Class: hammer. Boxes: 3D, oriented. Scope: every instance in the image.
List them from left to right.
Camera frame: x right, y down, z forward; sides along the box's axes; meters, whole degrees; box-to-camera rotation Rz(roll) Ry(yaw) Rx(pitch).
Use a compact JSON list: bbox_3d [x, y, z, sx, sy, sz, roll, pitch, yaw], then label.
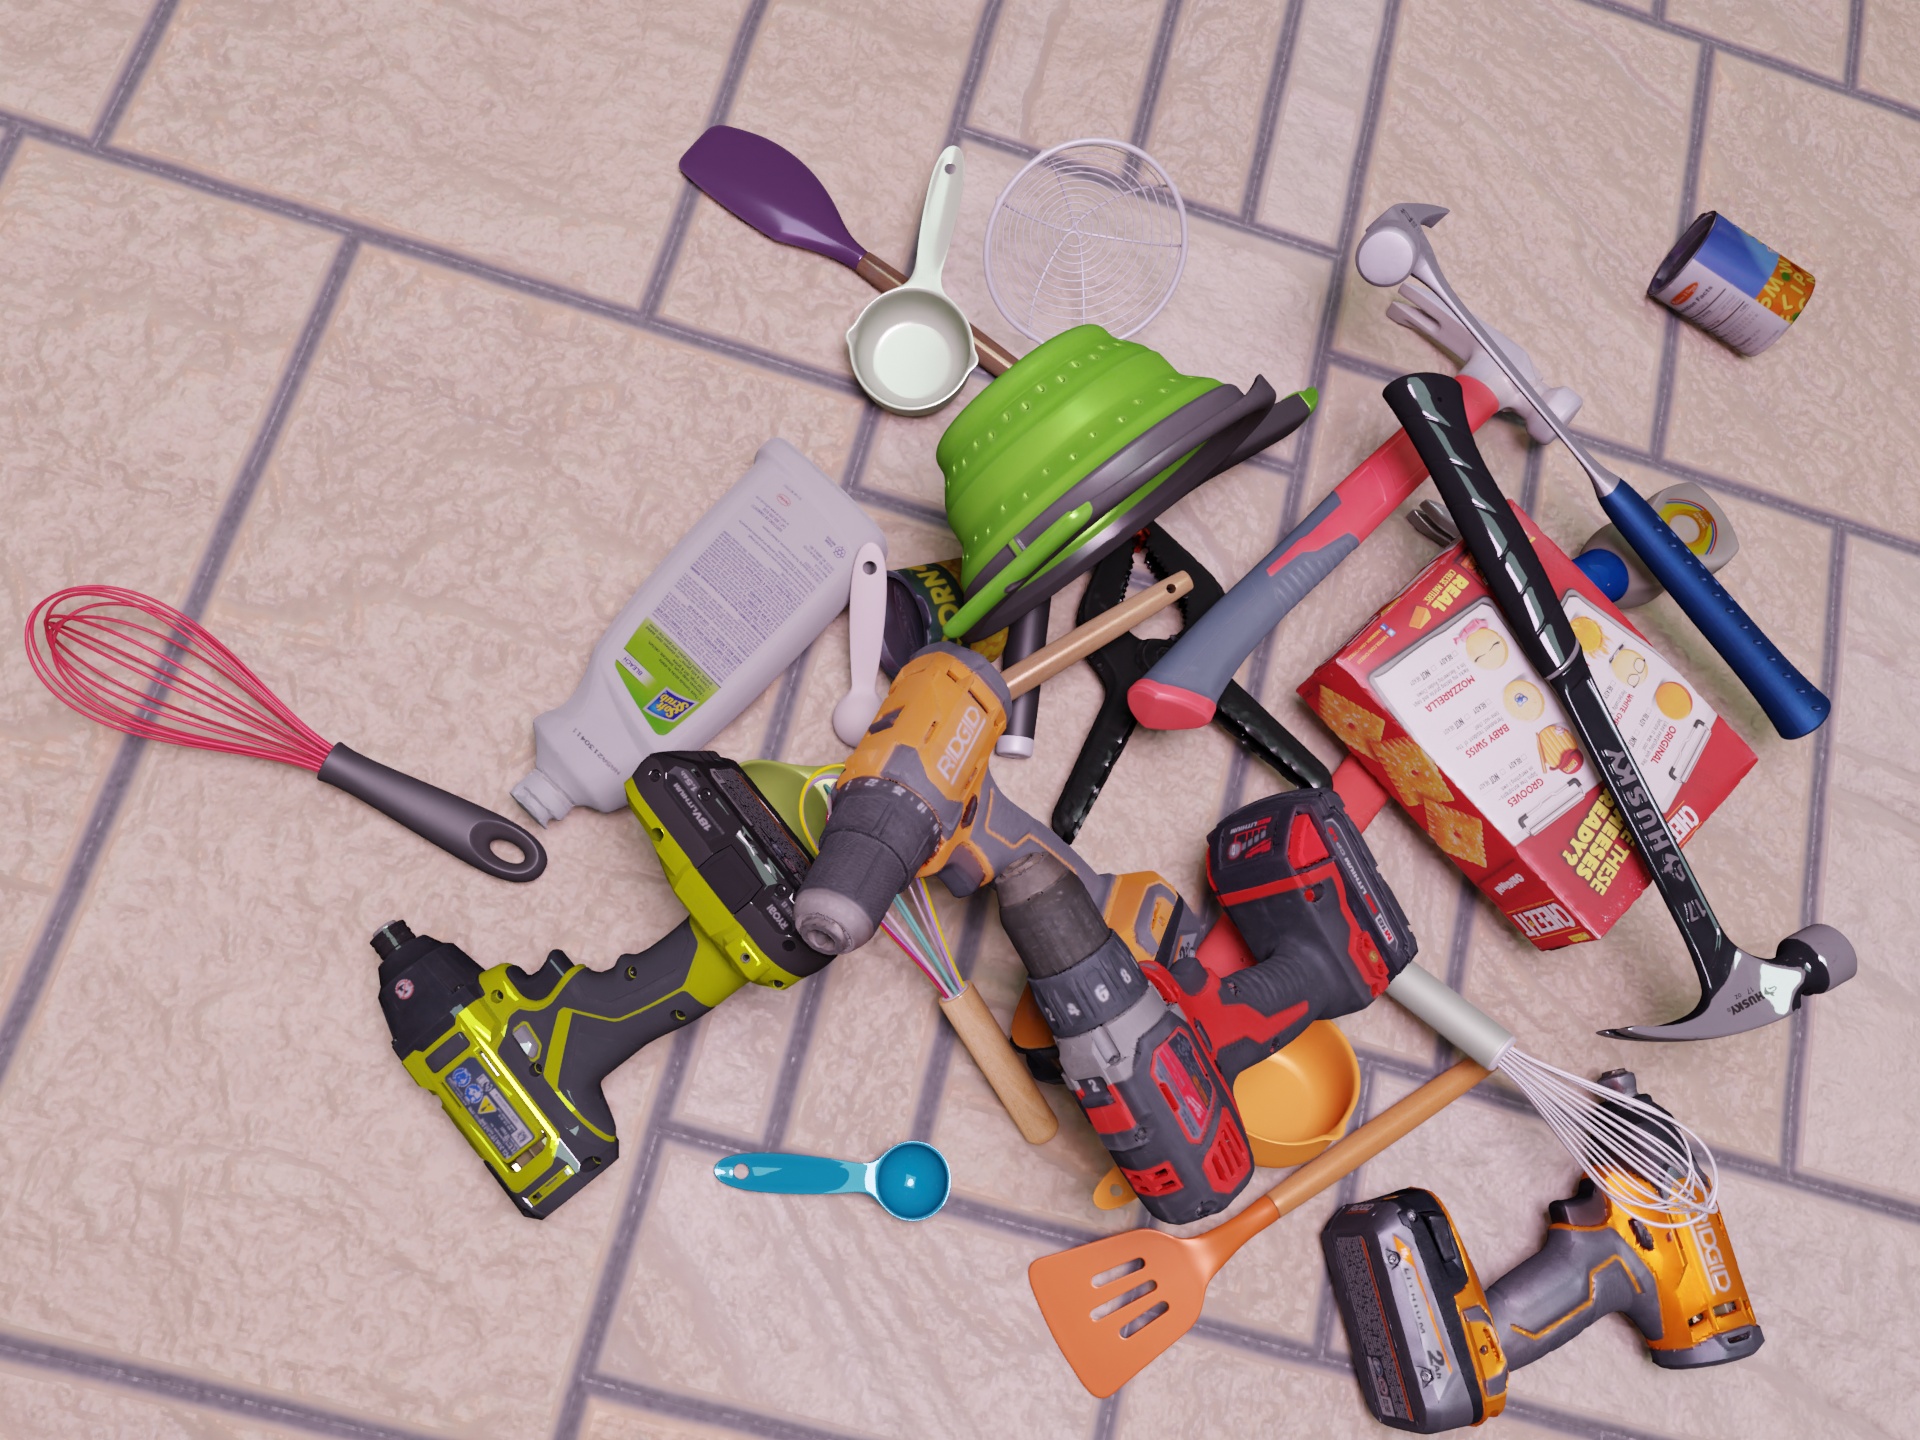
[{"bbox_3d":[0.223,-0.132,0.976,0.143,0.038,0.386,41,64,15],"label":"hammer"},{"bbox_3d":[0.242,0.028,0.971,0.149,0.036,0.359,42,71,3],"label":"hammer"},{"bbox_3d":[0.341,-0.015,0.890,0.149,0.036,0.409,-22,80,-16],"label":"hammer"},{"bbox_3d":[0.384,-0.152,0.958,0.405,0.035,0.144,47,34,-6],"label":"hammer"}]

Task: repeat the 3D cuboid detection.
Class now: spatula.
[{"bbox_3d":[-0.041,-0.279,1.014,0.316,0.018,0.060,37,72,1],"label":"spatula"},{"bbox_3d":[0.191,0.264,0.904,0.322,0.041,0.081,-26,80,-20],"label":"spatula"}]

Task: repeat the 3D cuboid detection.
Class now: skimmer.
[{"bbox_3d":[0.061,-0.161,0.947,0.127,0.090,0.363,10,79,-16],"label":"skimmer"}]

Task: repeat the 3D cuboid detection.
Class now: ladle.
[{"bbox_3d":[-0.001,-0.003,0.899,0.320,0.062,0.078,-31,90,-7],"label":"ladle"}]

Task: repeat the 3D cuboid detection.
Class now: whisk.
[{"bbox_3d":[-0.358,0.013,0.856,0.295,0.073,0.073,28,71,-9],"label":"whisk"},{"bbox_3d":[-0.011,0.128,0.861,0.047,0.051,0.245,-36,102,-21],"label":"whisk"},{"bbox_3d":[0.311,0.192,0.894,0.246,0.059,0.058,38,106,28],"label":"whisk"}]

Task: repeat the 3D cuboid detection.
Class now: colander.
[{"bbox_3d":[0.098,-0.165,0.889,0.094,0.204,0.397,52,39,3],"label":"colander"}]

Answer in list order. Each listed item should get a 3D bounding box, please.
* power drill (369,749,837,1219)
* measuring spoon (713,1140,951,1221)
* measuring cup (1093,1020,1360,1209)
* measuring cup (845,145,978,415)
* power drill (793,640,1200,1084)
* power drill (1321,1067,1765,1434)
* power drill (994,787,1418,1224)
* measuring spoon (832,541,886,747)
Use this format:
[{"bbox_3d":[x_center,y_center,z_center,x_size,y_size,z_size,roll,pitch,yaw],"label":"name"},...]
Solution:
[{"bbox_3d":[-0.185,0.122,0.815,0.223,0.080,0.171,-40,85,6],"label":"power drill"},{"bbox_3d":[-0.069,0.248,0.866,0.128,0.021,0.042,3,75,0],"label":"measuring spoon"},{"bbox_3d":[0.140,0.225,0.875,0.173,0.052,0.095,-30,61,-21],"label":"measuring cup"},{"bbox_3d":[-0.020,-0.270,0.986,0.083,0.038,0.167,12,87,2],"label":"measuring cup"},{"bbox_3d":[0.018,0.095,0.821,0.226,0.084,0.185,49,45,-22],"label":"power drill"},{"bbox_3d":[0.325,0.294,0.891,0.226,0.084,0.164,-8,74,-16],"label":"power drill"},{"bbox_3d":[0.122,0.115,0.806,0.227,0.080,0.188,-34,96,-42],"label":"power drill"},{"bbox_3d":[-0.055,-0.040,0.909,0.034,0.018,0.124,3,110,-2],"label":"measuring spoon"}]
